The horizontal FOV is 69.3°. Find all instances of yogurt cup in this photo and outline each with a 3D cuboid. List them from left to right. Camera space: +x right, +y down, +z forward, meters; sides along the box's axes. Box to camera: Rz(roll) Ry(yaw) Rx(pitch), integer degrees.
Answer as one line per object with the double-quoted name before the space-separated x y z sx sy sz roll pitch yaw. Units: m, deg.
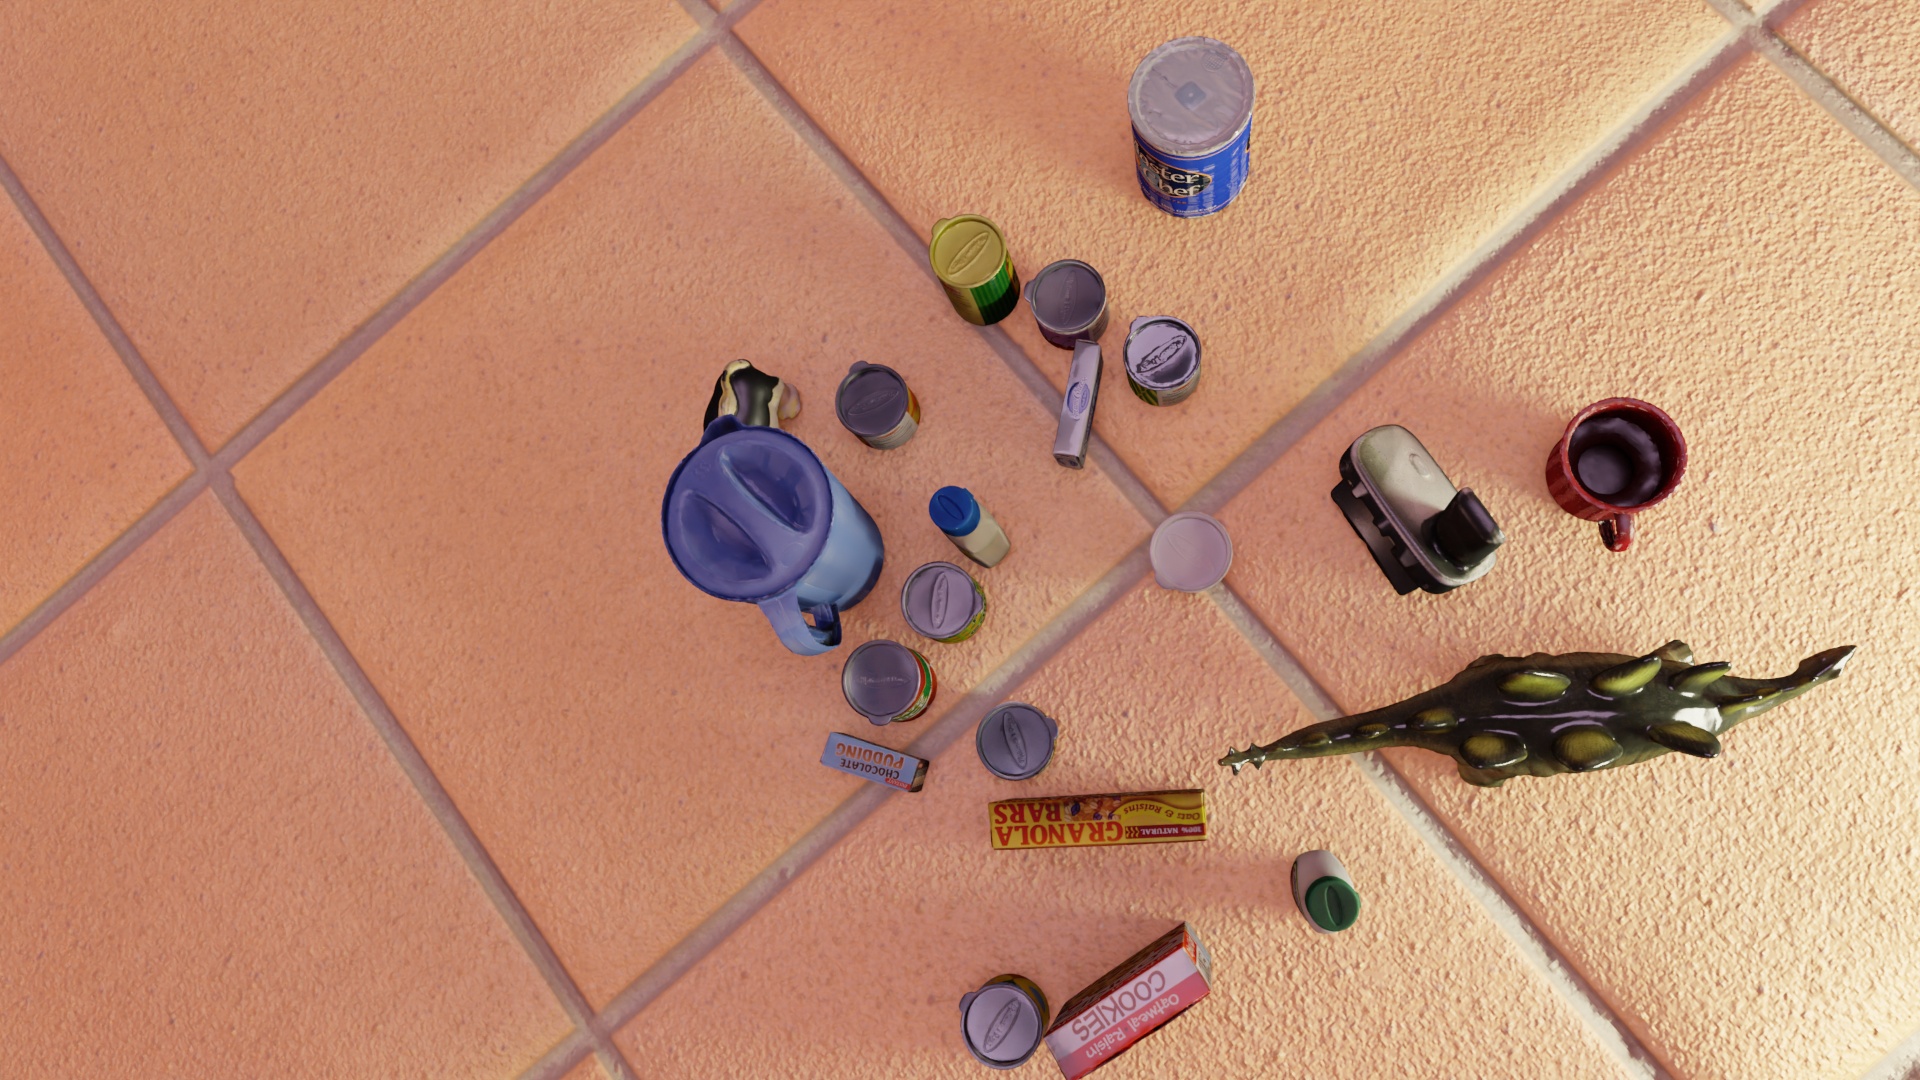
"yogurt cup" 0.194 0.013 1.169 0.072 0.054 0.072 -2 80 10

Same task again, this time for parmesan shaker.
"parmesan shaker" 0.013 -0.238 1.218 0.071 0.103 0.071 -2 81 10

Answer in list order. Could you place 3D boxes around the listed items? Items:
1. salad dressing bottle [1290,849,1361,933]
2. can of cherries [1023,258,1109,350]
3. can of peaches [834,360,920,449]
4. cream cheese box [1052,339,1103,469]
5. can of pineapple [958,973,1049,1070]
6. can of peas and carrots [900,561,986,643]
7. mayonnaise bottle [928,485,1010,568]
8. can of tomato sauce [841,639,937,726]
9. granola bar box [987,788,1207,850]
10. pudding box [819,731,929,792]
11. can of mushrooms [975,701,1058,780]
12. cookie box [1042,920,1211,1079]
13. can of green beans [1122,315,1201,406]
"salad dressing bottle" 0.279 0.271 1.062 0.044 0.147 0.064 -12 79 8
"can of cherries" 0.094 -0.207 1.222 0.071 0.058 0.071 -2 80 10
"can of peaches" -0.073 -0.120 1.236 0.071 0.058 0.071 -2 80 10
"cream cheese box" 0.103 -0.117 1.207 0.024 0.053 0.104 10 82 11
"can of pineapple" 0.036 0.388 1.129 0.071 0.058 0.071 -2 80 10
"can of peas and carrots" -0.011 0.054 1.195 0.071 0.058 0.071 -2 80 10
"mayonnaise bottle" 0.004 -0.015 1.158 0.065 0.148 0.041 43 90 13
"can of tomato sauce" -0.058 0.122 1.178 0.071 0.083 0.071 -2 80 10
"granola bar box" 0.113 0.223 1.111 0.165 0.124 0.039 -5 80 9
"pudding box" -0.073 0.189 1.186 0.084 0.049 0.030 16 84 12
"can of mushrooms" 0.050 0.169 1.177 0.071 0.033 0.071 -2 80 9
"cookie box" 0.132 0.350 1.063 0.123 0.167 0.040 -35 77 3
"can of green beans" 0.175 -0.154 1.199 0.071 0.058 0.071 -2 80 10
